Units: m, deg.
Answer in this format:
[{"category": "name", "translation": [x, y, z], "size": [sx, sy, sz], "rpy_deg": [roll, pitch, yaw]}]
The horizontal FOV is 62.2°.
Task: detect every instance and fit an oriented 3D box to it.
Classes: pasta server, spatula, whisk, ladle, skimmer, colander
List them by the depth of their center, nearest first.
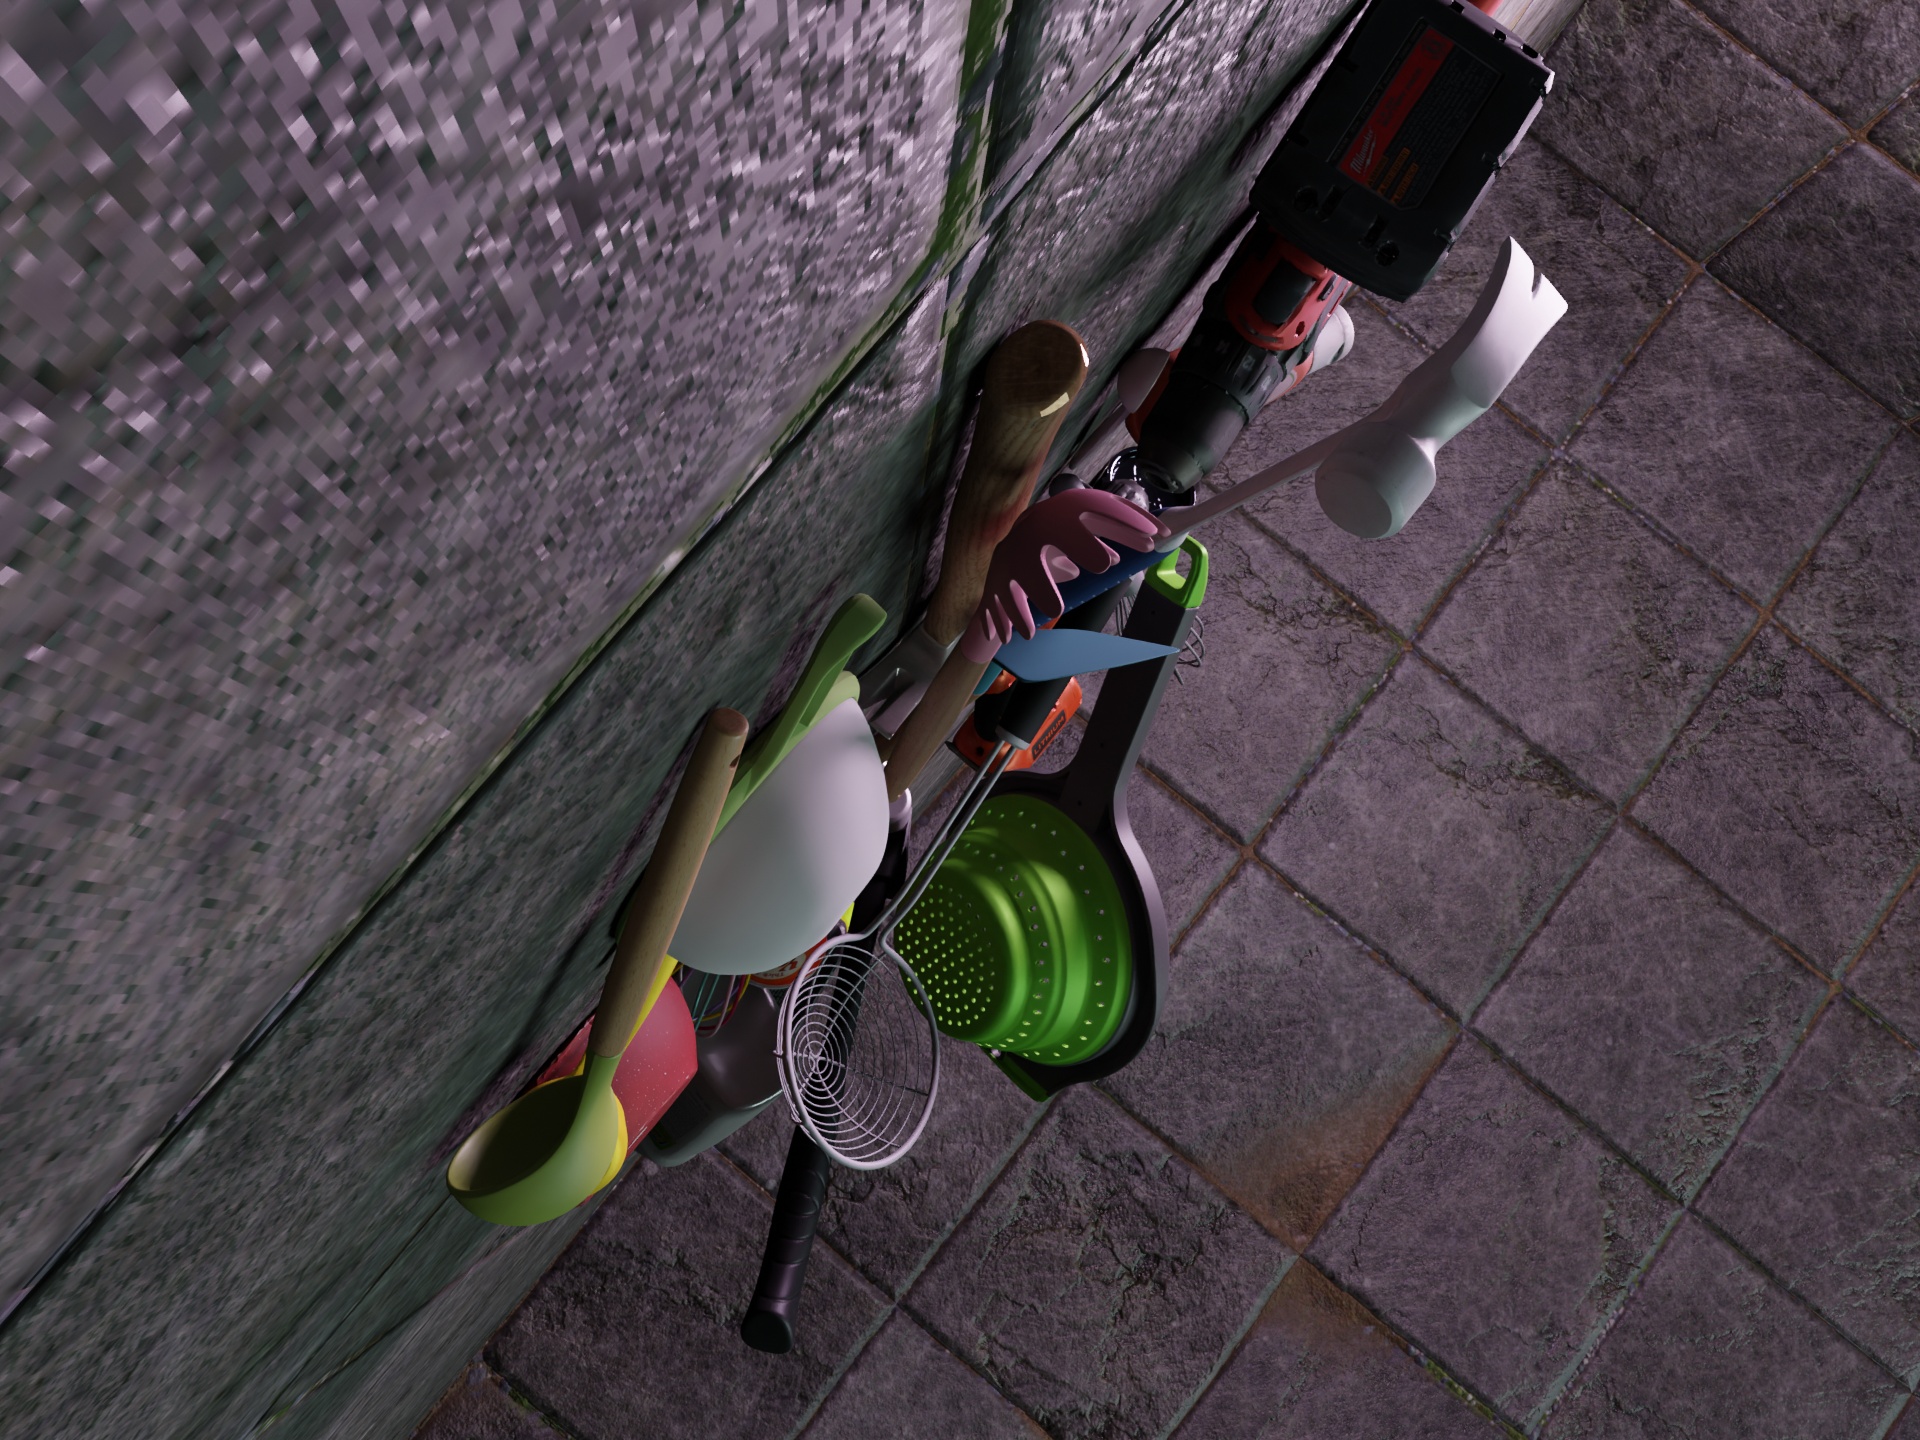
[{"category": "ladle", "translation": [-0.138, 0.100, 0.604], "size": [0.078, 0.062, 0.320], "rpy_deg": [-45, 167, -48]}, {"category": "pasta server", "translation": [0.005, -0.014, 0.656], "size": [0.060, 0.040, 0.316], "rpy_deg": [-37, 172, -24]}, {"category": "spatula", "translation": [-0.001, -0.003, 0.842], "size": [0.082, 0.044, 0.317], "rpy_deg": [-13, 170, -27]}, {"category": "whisk", "translation": [-0.124, 0.109, 0.865], "size": [0.244, 0.047, 0.051], "rpy_deg": [-60, -177, 46]}, {"category": "skimmer", "translation": [0.014, 0.073, 0.882], "size": [0.127, 0.090, 0.363], "rpy_deg": [29, 95, -44]}, {"category": "colander", "translation": [0.047, 0.068, 0.957], "size": [0.094, 0.205, 0.396], "rpy_deg": [-9, 129, -41]}, {"category": "whisk", "translation": [0.100, -0.082, 0.960], "size": [0.055, 0.055, 0.238], "rpy_deg": [-51, 147, -3]}]

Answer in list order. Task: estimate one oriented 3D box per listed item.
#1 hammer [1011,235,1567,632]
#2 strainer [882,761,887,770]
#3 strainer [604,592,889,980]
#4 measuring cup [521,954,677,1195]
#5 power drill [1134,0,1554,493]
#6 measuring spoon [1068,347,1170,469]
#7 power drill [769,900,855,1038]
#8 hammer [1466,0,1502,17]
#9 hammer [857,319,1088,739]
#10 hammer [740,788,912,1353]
[{"category": "hammer", "translation": [0.104, -0.092, 0.717], "size": [0.144, 0.035, 0.405], "rpy_deg": [-47, -170, -21]}, {"category": "strainer", "translation": [-0.024, 0.006, 1.111], "size": [0.258, 0.050, 0.086], "rpy_deg": [-53, 167, -25]}, {"category": "strainer", "translation": [-0.055, 0.034, 0.629], "size": [0.151, 0.069, 0.256], "rpy_deg": [-49, 178, -32]}, {"category": "measuring cup", "translation": [-0.162, 0.158, 0.740], "size": [0.156, 0.062, 0.029], "rpy_deg": [-61, -153, 13]}, {"category": "power drill", "translation": [0.155, -0.205, 0.724], "size": [0.188, 0.080, 0.226], "rpy_deg": [-57, -179, -7]}, {"category": "measuring spoon", "translation": [0.074, -0.159, 0.819], "size": [0.034, 0.018, 0.124], "rpy_deg": [-61, -172, -20]}, {"category": "power drill", "translation": [-0.118, 0.157, 1.204], "size": [0.190, 0.080, 0.228], "rpy_deg": [-57, 178, 11]}, {"category": "hammer", "translation": [0.232, -0.325, 0.897], "size": [0.149, 0.037, 0.359], "rpy_deg": [-48, 177, -42]}, {"category": "hammer", "translation": [0.005, -0.071, 0.640], "size": [0.130, 0.031, 0.331], "rpy_deg": [-51, 177, -13]}, {"category": "hammer", "translation": [-0.079, 0.211, 0.977], "size": [0.146, 0.035, 0.335], "rpy_deg": [97, 5, -66]}]
